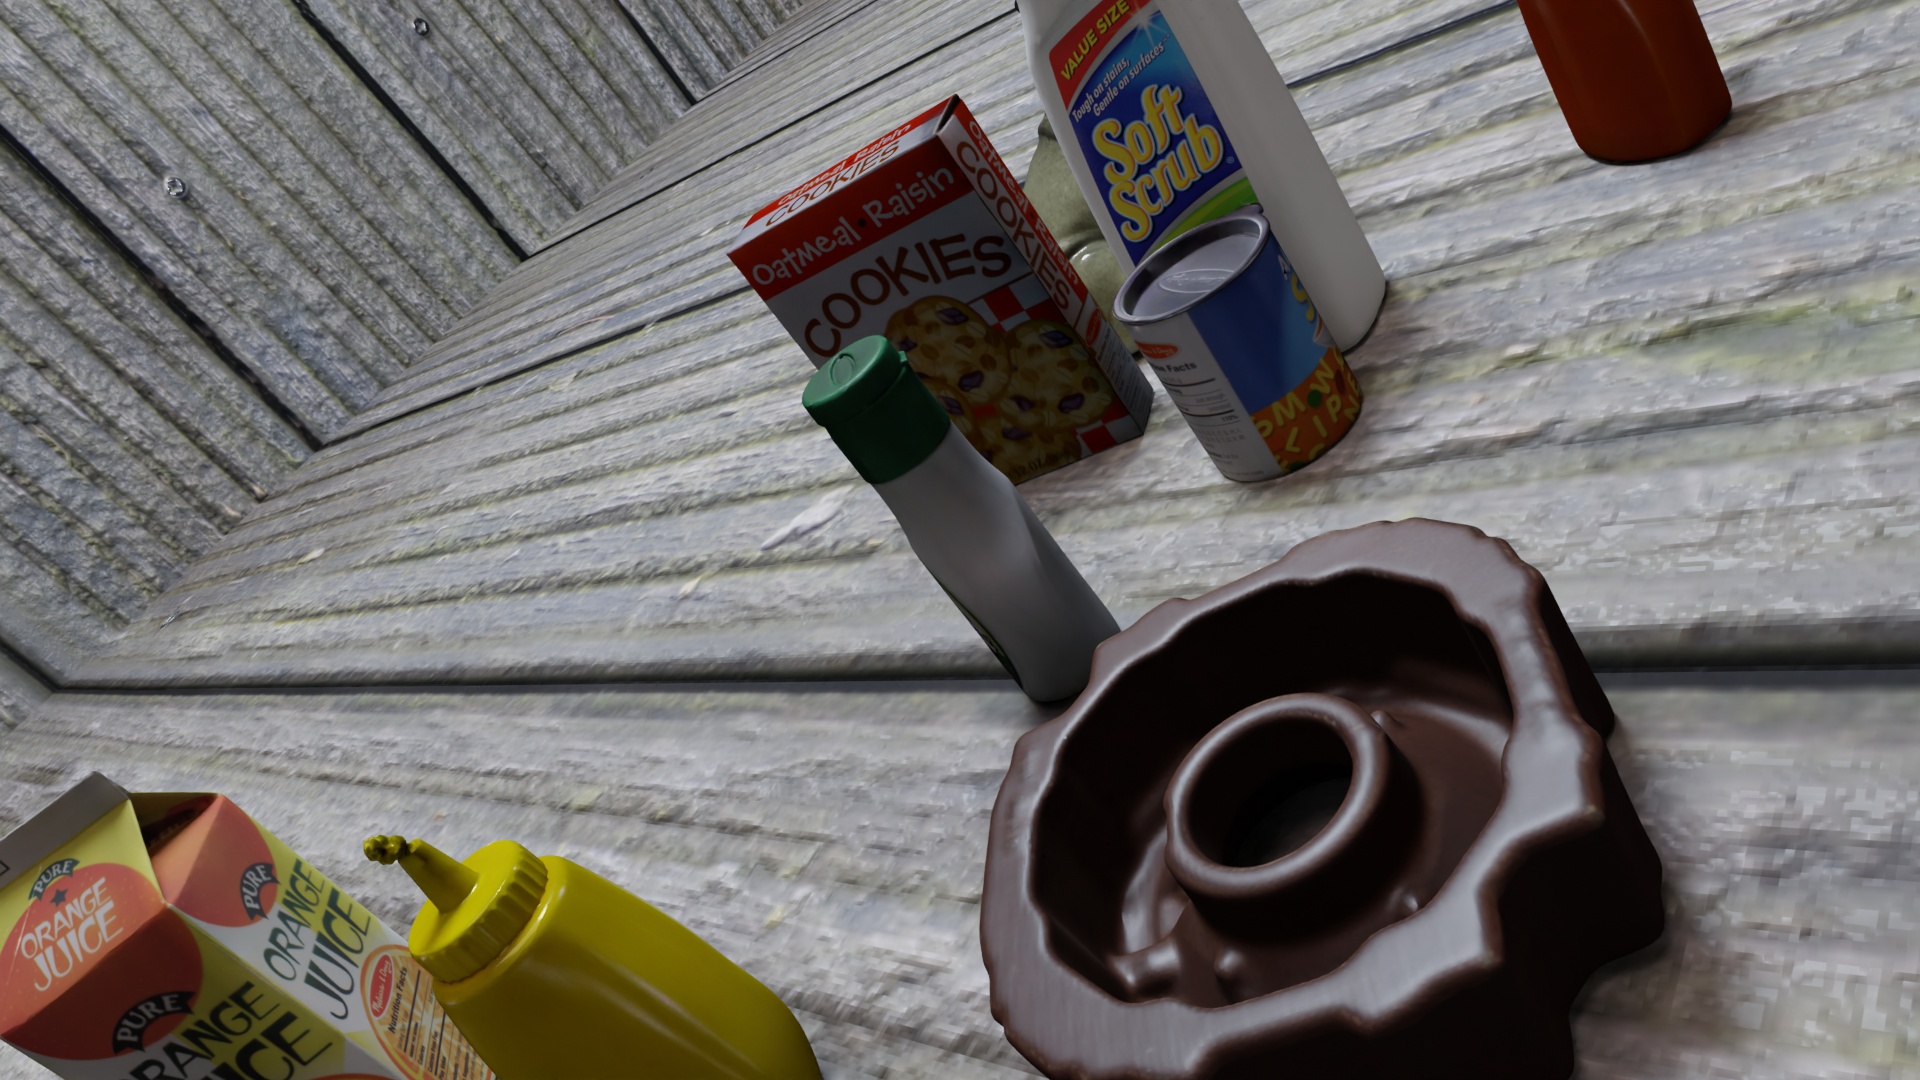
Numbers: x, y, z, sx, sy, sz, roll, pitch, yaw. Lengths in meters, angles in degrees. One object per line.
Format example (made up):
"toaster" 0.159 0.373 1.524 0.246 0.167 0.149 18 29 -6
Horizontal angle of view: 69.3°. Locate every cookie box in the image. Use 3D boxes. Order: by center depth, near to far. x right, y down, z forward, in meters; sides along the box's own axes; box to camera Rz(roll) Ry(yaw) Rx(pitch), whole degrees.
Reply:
"cookie box" -0.007 -0.100 0.636 0.122 0.167 0.040 -21 31 32

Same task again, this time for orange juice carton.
"orange juice carton" -0.260 0.163 0.500 0.072 0.192 0.073 -38 26 1

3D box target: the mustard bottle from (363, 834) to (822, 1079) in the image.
"mustard bottle" -0.106 0.129 0.396 0.065 0.160 0.049 -34 26 9

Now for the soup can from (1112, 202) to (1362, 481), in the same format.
"soup can" 0.111 -0.076 0.543 0.071 0.083 0.072 -30 27 17

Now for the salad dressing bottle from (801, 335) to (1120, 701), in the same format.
"salad dressing bottle" 0.002 -0.006 0.494 0.044 0.147 0.064 -35 26 8

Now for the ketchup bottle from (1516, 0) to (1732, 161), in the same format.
"ketchup bottle" 0.241 -0.218 0.533 0.043 0.148 0.065 -41 26 -6
